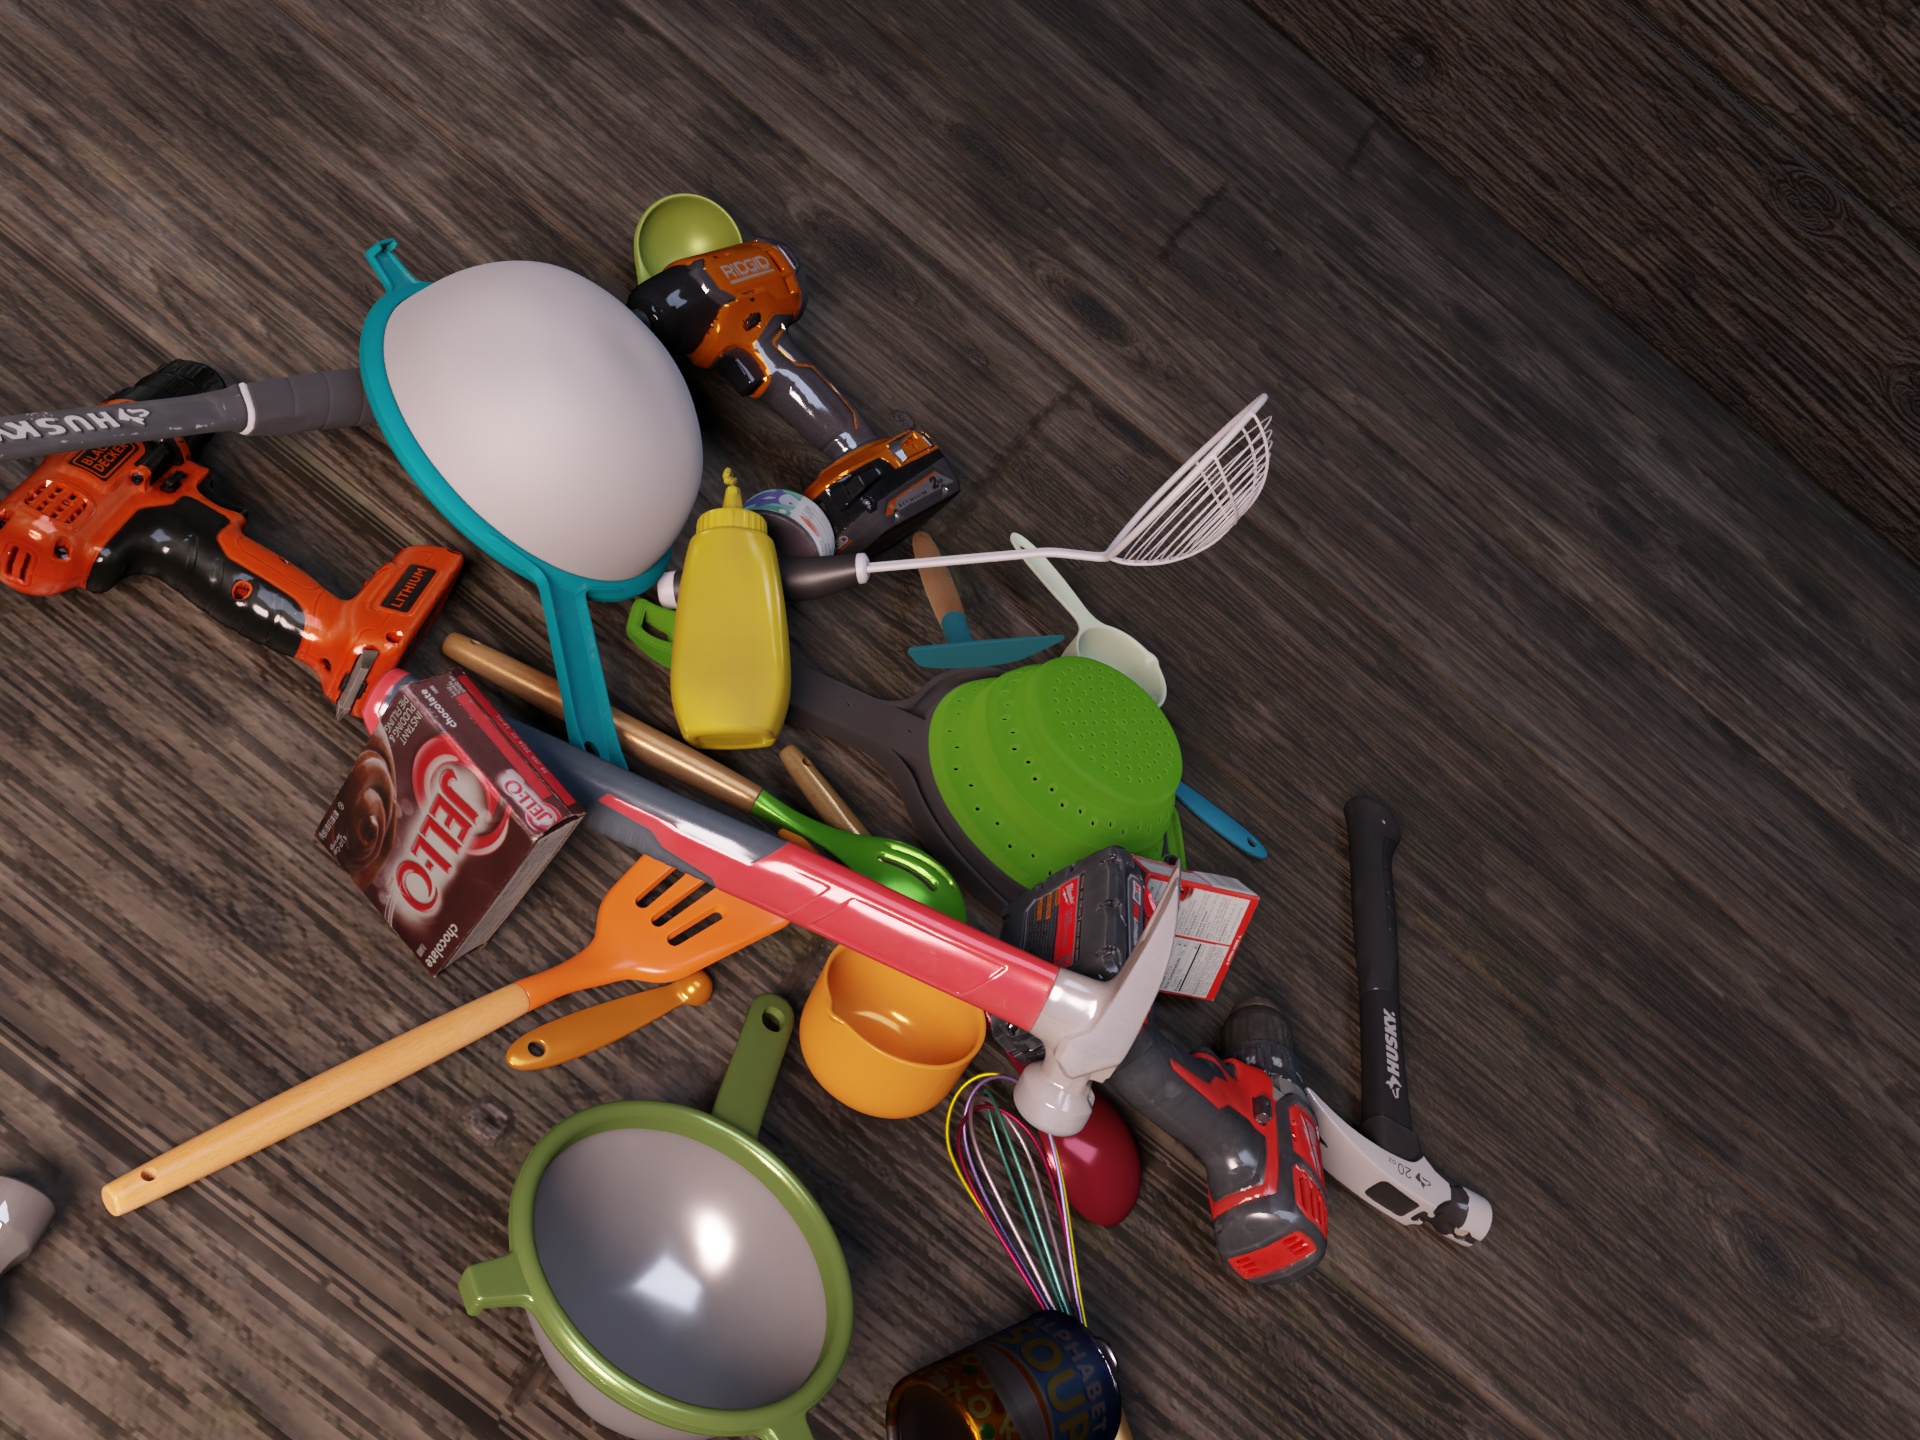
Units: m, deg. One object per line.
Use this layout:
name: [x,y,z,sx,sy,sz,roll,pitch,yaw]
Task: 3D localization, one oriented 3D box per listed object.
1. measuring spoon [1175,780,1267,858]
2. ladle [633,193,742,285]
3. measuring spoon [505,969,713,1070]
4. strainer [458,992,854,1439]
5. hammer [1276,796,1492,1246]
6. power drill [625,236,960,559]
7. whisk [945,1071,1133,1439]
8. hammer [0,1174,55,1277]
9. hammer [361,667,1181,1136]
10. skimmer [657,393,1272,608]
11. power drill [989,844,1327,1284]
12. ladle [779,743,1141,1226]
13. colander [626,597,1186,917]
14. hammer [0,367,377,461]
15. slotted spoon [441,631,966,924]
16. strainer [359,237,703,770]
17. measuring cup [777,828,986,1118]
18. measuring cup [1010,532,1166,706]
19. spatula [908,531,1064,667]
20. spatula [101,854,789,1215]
measuring spoon: [0.166,0.050,1.100,0.128,0.021,0.042,38,39,-2]
ladle: [-0.216,-0.250,1.045,0.078,0.062,0.320,36,41,-20]
measuring spoon: [-0.162,0.139,0.751,0.117,0.011,0.021,-16,65,-47]
strainer: [-0.118,0.212,0.691,0.151,0.069,0.256,32,23,-9]
hammer: [0.275,0.173,1.063,0.146,0.035,0.335,30,40,-15]
power drill: [-0.118,-0.206,1.038,0.226,0.084,0.164,53,39,0]
whisk: [0.047,0.287,0.768,0.047,0.051,0.245,-11,63,-21]
hammer: [-0.470,0.146,0.475,0.331,0.031,0.130,27,40,-16]
hammer: [-0.091,0.054,0.736,0.386,0.143,0.038,24,21,1]
skimmer: [0.000,-0.124,0.922,0.127,0.363,0.090,-65,149,-80]
power drill: [0.120,0.173,0.871,0.226,0.080,0.188,47,26,-20]
ladle: [-0.002,0.136,0.868,0.315,0.031,0.069,51,35,12]
colander: [-0.002,-0.003,0.954,0.396,0.094,0.205,24,41,-20]
hammer: [-0.353,-0.145,0.758,0.149,0.036,0.409,41,28,8]
slotted spoon: [-0.131,0.031,0.837,0.313,0.031,0.070,28,16,-1]
strainer: [-0.194,-0.125,0.842,0.210,0.095,0.341,24,39,-49]
measuring cup: [-0.059,0.130,0.822,0.095,0.052,0.174,-2,39,-41]
measuring cup: [0.077,-0.061,1.123,0.083,0.038,0.168,-15,62,-46]
spatula: [-0.006,-0.078,0.970,0.082,0.044,0.318,-6,22,-6]
spatula: [-0.212,0.126,0.700,0.081,0.041,0.322,46,39,16]
